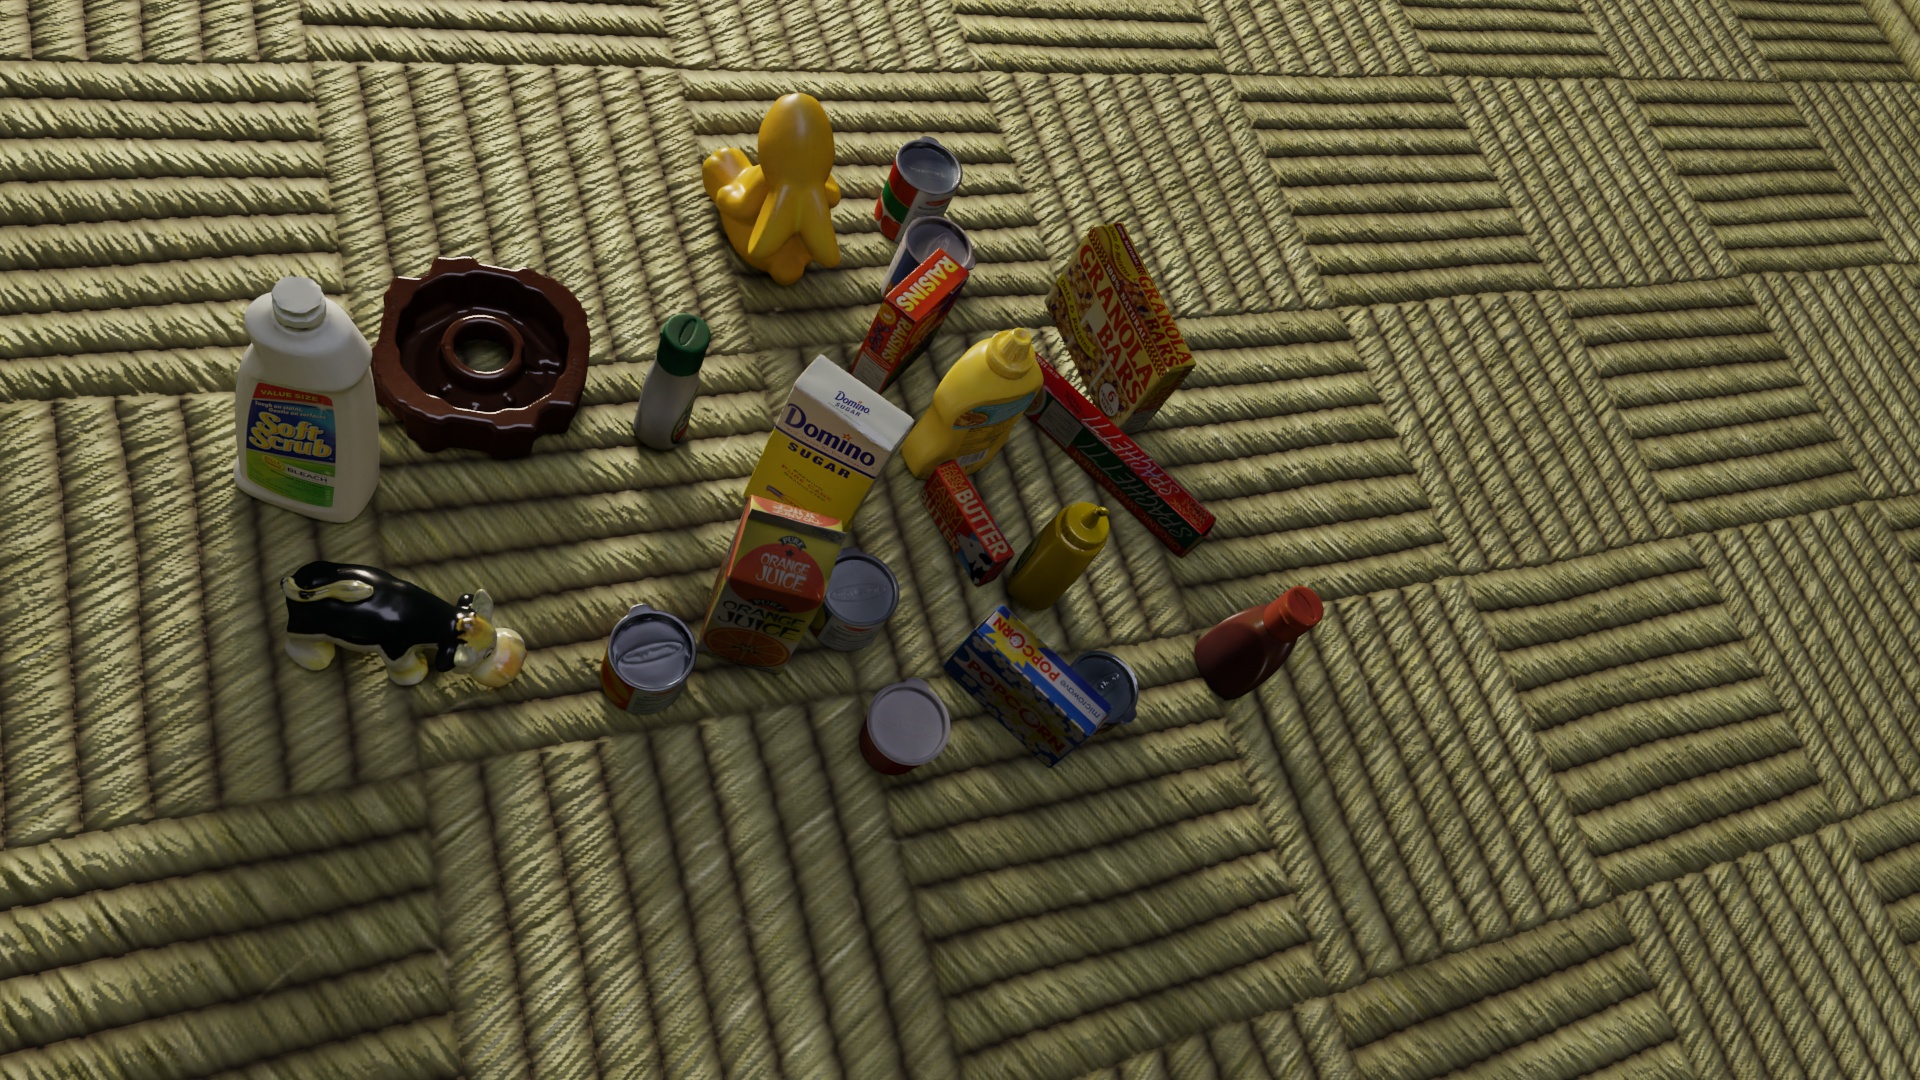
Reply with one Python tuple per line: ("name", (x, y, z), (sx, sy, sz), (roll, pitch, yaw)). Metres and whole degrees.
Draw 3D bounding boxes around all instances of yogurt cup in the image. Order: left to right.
("yogurt cup", (-0.048, 0.153, 1.107), (0.072, 0.053, 0.073), (9, 61, -17))

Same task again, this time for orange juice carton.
("orange juice carton", (-0.144, 0.028, 1.054), (0.072, 0.191, 0.073), (17, 59, -12))

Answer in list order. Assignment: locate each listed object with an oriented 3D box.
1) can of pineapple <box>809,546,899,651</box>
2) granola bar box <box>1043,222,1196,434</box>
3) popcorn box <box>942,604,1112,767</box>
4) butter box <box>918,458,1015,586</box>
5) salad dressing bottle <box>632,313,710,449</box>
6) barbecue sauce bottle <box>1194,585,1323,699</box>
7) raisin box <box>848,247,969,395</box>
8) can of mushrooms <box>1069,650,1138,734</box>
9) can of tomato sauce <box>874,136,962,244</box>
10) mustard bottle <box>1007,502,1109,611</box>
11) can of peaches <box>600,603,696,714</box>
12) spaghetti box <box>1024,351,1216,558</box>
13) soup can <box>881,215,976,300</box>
("can of pineapple", (-0.089, 0.049, 1.144), (0.071, 0.057, 0.071), (9, 61, -17))
("granola bar box", (0.150, -0.200, 1.329), (0.039, 0.123, 0.166), (-14, 69, -27))
("popcorn box", (0.054, 0.121, 1.145), (0.127, 0.084, 0.038), (43, 57, 4))
("butter box", (0.004, -0.015, 1.217), (0.024, 0.053, 0.103), (-24, 74, -29))
("salad dressing bottle", (-0.234, -0.128, 1.129), (0.044, 0.147, 0.064), (23, 58, -8))
("barbecue sauce bottle", (0.260, 0.086, 1.205), (0.044, 0.147, 0.065), (-22, 73, -29))
("raisin box", (-0.047, -0.195, 1.251), (0.040, 0.122, 0.086), (41, 57, 3))
("can of mushrooms", (0.118, 0.133, 1.194), (0.071, 0.033, 0.071), (9, 61, -17))
("can of tomato sauce", (-0.043, -0.339, 1.353), (0.071, 0.082, 0.071), (9, 61, -17))
("mustard bottle", (0.089, 0.005, 1.175), (0.049, 0.159, 0.065), (32, 57, -3))
("can of peaches", (-0.240, 0.092, 1.063), (0.071, 0.057, 0.071), (9, 61, -17))
("spaghetti box", (0.134, -0.084, 1.305), (0.250, 0.050, 0.029), (43, 57, 5))
("soup can", (-0.031, -0.253, 1.312), (0.071, 0.083, 0.071), (9, 61, -17))
